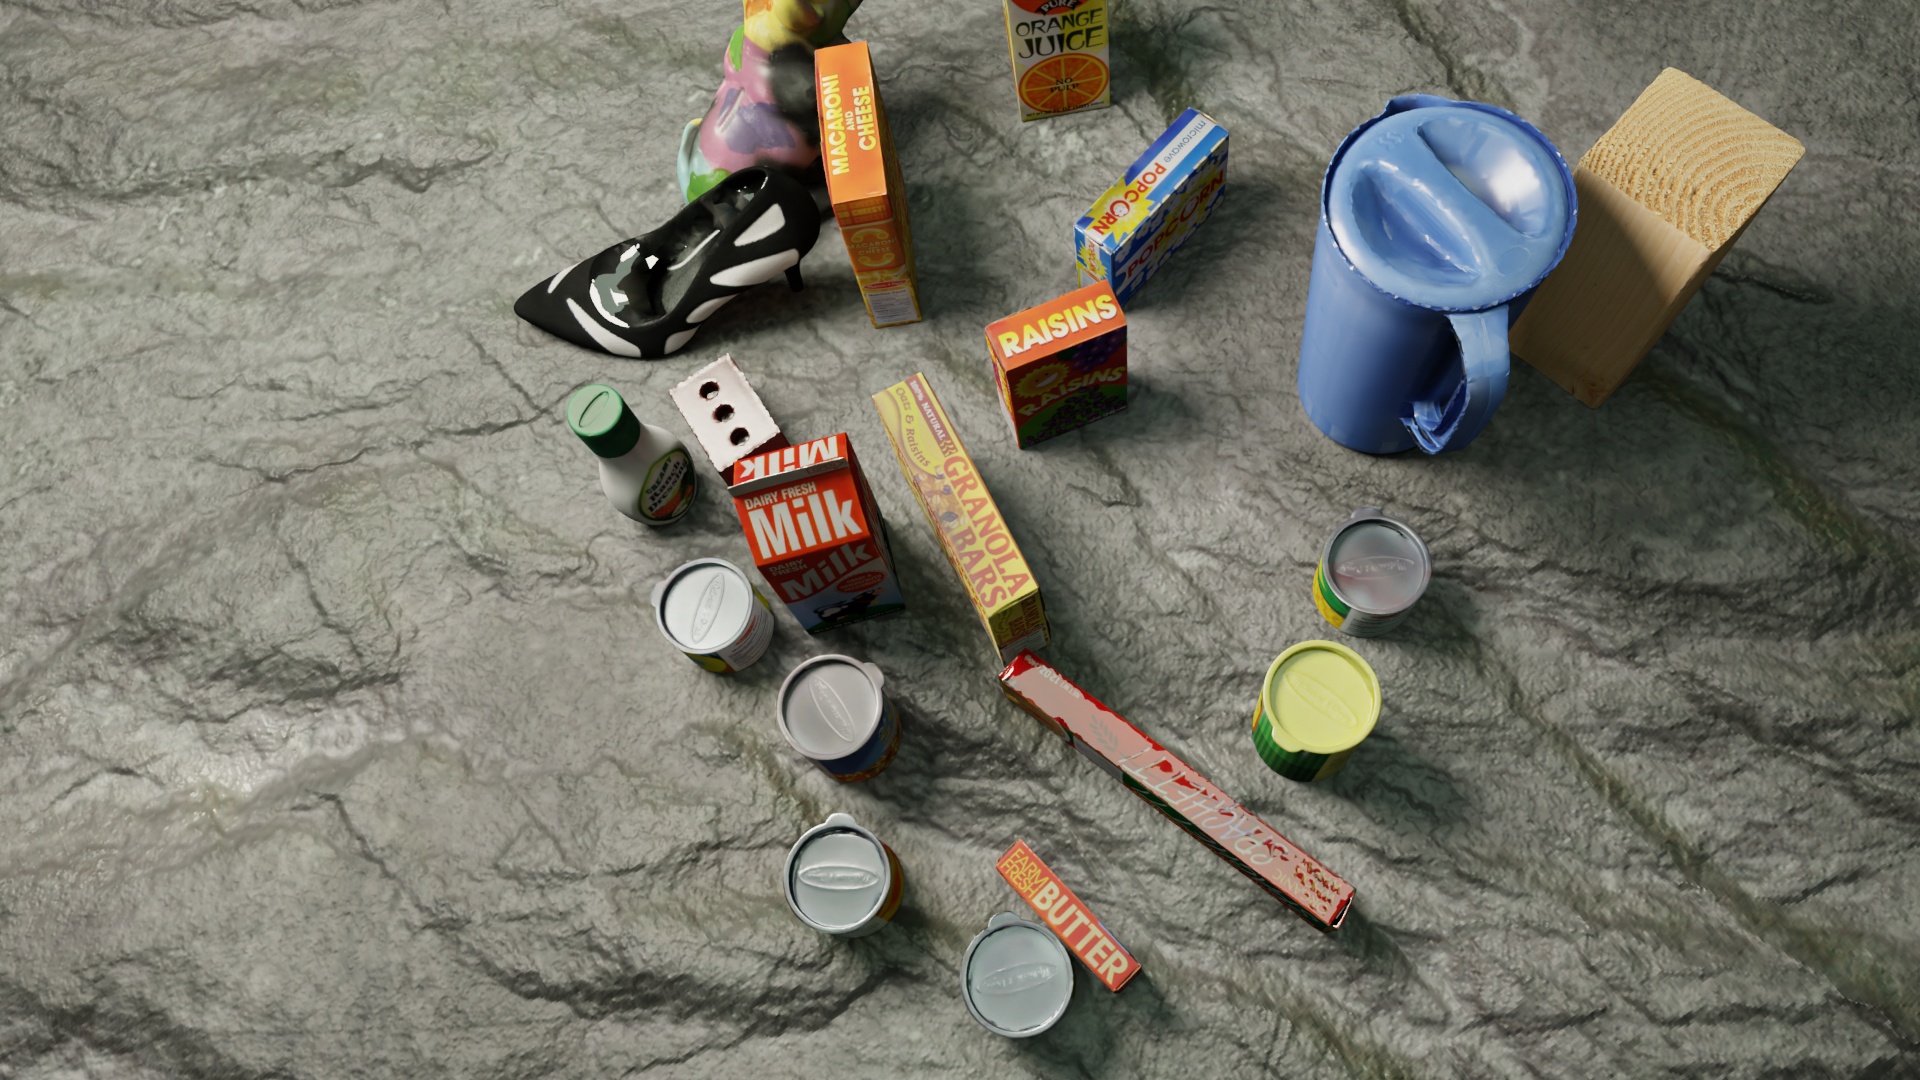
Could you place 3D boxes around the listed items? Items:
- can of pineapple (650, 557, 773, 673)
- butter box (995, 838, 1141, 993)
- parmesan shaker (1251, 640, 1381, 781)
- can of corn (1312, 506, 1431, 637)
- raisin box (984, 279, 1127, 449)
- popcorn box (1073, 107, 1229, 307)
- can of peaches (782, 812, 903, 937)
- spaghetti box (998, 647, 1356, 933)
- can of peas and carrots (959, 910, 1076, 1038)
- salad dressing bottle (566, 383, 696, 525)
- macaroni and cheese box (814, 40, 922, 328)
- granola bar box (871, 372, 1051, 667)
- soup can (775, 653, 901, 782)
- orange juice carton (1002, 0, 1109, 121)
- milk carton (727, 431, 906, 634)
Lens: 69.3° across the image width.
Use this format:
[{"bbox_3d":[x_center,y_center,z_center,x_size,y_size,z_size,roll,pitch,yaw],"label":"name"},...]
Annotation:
[{"bbox_3d":[-0.165,0.050,0.930,0.071,0.057,0.071,-2,70,6],"label":"can of pineapple"},{"bbox_3d":[0.065,0.228,0.840,0.024,0.053,0.103,-43,71,-9],"label":"butter box"},{"bbox_3d":[0.210,0.107,0.840,0.071,0.102,0.071,-2,70,6],"label":"parmesan shaker"},{"bbox_3d":[0.262,0.021,0.889,0.071,0.058,0.071,-2,70,6],"label":"can of corn"},{"bbox_3d":[0.067,-0.116,0.928,0.086,0.123,0.040,-21,69,-1],"label":"raisin box"},{"bbox_3d":[0.136,-0.232,0.983,0.038,0.085,0.127,40,79,18],"label":"popcorn box"},{"bbox_3d":[-0.071,0.209,0.861,0.071,0.058,0.071,-2,70,6],"label":"can of peaches"},{"bbox_3d":[0.131,0.154,0.861,0.250,0.050,0.029,35,78,17],"label":"spaghetti box"},{"bbox_3d":[0.035,0.260,0.829,0.071,0.058,0.071,-2,70,6],"label":"can of peas and carrots"},{"bbox_3d":[-0.219,-0.057,0.928,0.044,0.147,0.064,30,77,16],"label":"salad dressing bottle"},{"bbox_3d":[-0.063,-0.242,0.967,0.040,0.166,0.124,-9,70,4],"label":"macaroni and cheese box"},{"bbox_3d":[0.003,-0.011,0.897,0.039,0.124,0.166,-27,69,-3],"label":"granola bar box"},{"bbox_3d":[-0.073,0.113,0.882,0.071,0.083,0.071,-2,70,6],"label":"soup can"},{"bbox_3d":[0.066,-0.392,0.992,0.072,0.192,0.073,-9,70,4],"label":"orange juice carton"},{"bbox_3d":[-0.088,-0.007,0.871,0.072,0.190,0.073,-16,69,1],"label":"milk carton"}]
